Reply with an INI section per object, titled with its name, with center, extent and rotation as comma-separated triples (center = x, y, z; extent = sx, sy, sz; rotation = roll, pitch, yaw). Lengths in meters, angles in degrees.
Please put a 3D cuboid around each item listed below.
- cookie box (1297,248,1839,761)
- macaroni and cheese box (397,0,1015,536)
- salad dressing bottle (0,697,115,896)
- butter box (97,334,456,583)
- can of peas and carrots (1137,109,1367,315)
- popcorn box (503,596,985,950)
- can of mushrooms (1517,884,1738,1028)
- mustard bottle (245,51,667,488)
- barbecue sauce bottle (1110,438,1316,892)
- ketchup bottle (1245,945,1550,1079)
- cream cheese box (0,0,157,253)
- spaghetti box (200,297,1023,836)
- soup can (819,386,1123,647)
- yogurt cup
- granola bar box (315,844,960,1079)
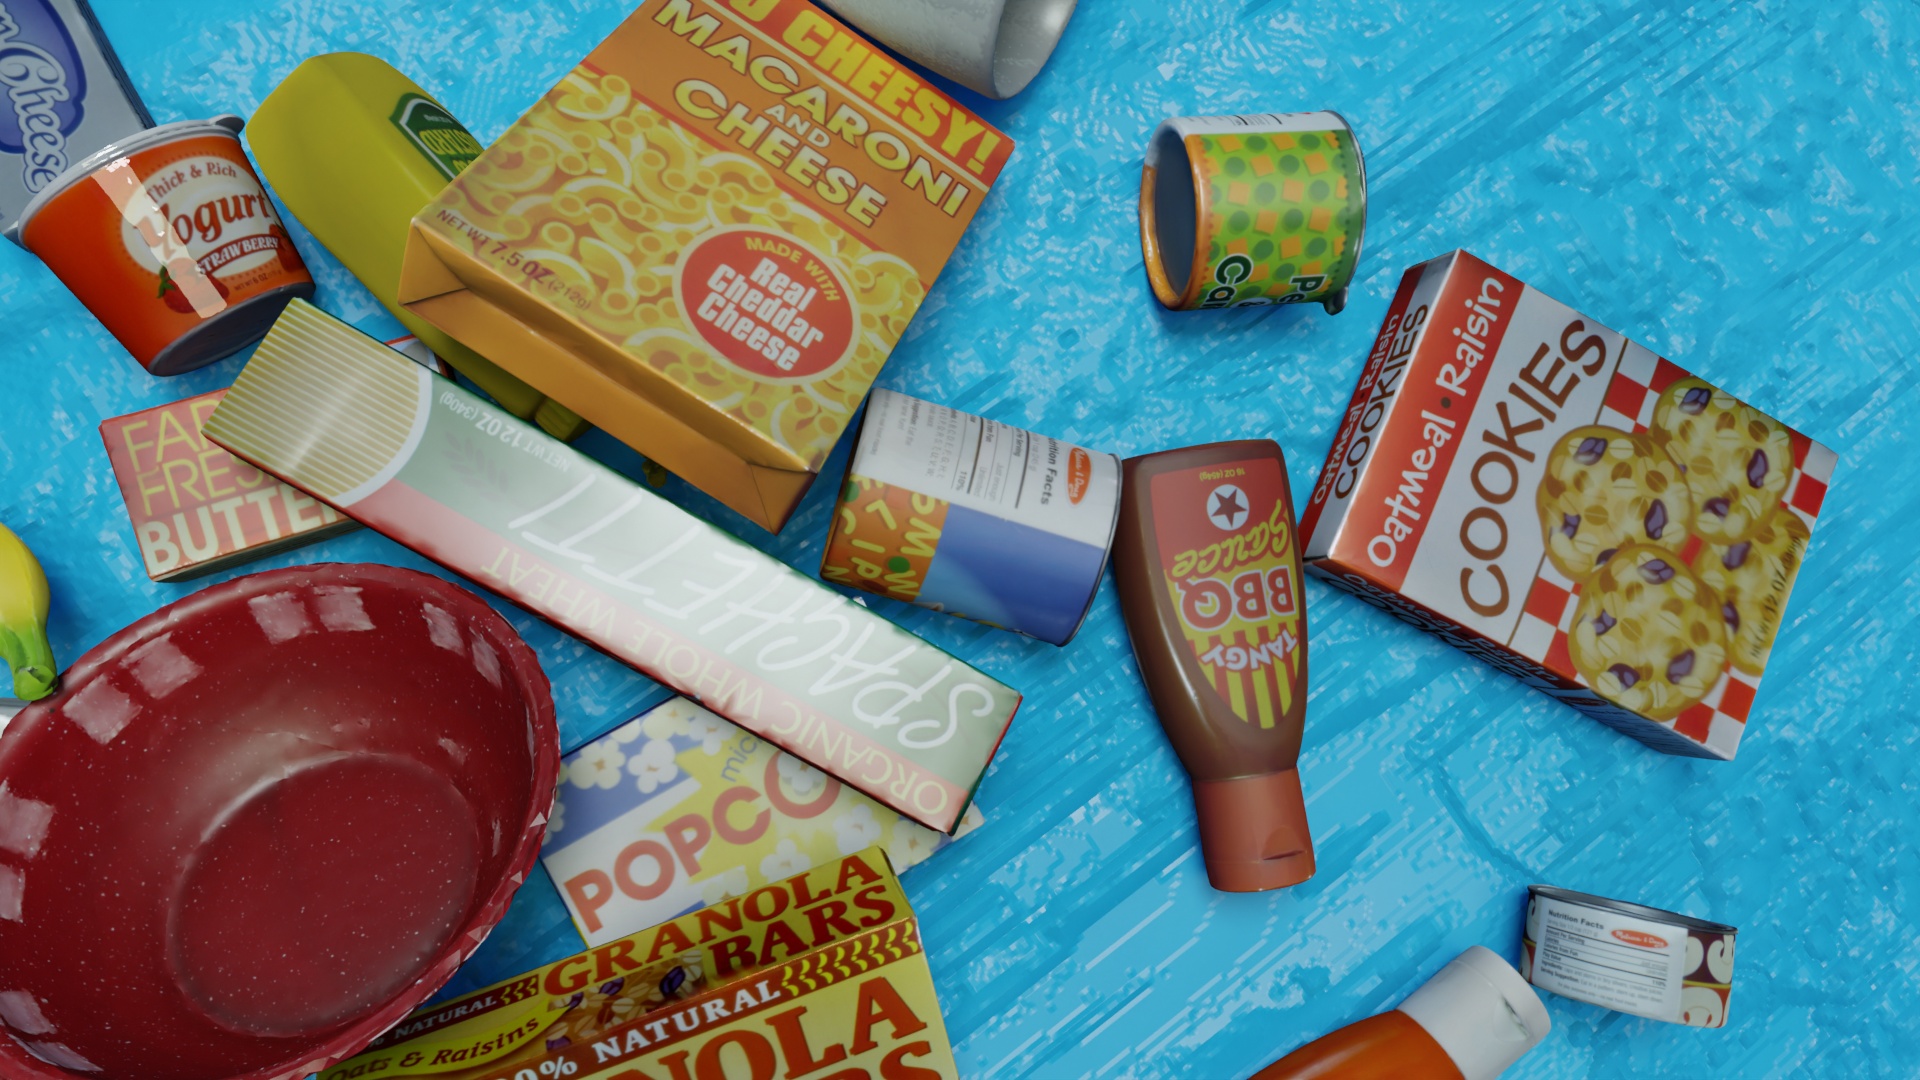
[cookie box]
center = 0.218, -0.012, 0.504
extent = 0.167, 0.040, 0.123
rotation = 26, 81, -7
[macaroni and cheese box]
center = -0.068, -0.099, 0.426
extent = 0.124, 0.040, 0.167
rotation = 32, 51, -7
[salad dressing bottle]
center = -0.288, 0.121, 0.403
extent = 0.064, 0.044, 0.147
rotation = 6, 85, -10
[butter box]
center = -0.209, -0.026, 0.440
extent = 0.104, 0.024, 0.053
rotation = -18, 88, -11
[can of peas and carrots]
center = 0.099, -0.111, 0.479
extent = 0.059, 0.071, 0.071
rotation = -5, 86, -9
[popcorn box]
center = -0.068, 0.084, 0.446
extent = 0.127, 0.038, 0.085
rotation = -29, 89, -11
[can of mushrooms]
center = 0.229, 0.142, 0.478
extent = 0.071, 0.071, 0.033
rotation = 11, 83, -8
[mustard bottle]
center = -0.145, -0.079, 0.437
extent = 0.048, 0.065, 0.160
rotation = -41, 97, 15
[barbecue sauce bottle]
center = 0.090, 0.042, 0.474
extent = 0.065, 0.043, 0.148
rotation = -8, 86, -19
[ketchup bottle]
center = 0.131, 0.196, 0.466
extent = 0.149, 0.043, 0.064
rotation = -35, 91, -12
[cream cheese box]
center = -0.296, -0.149, 0.437
extent = 0.053, 0.024, 0.104
rotation = -29, 90, -12
[spaghetti box]
center = -0.100, 0.009, 0.417
extent = 0.250, 0.028, 0.050
rotation = 29, 78, -1
[soup can]
center = 0.002, -0.006, 0.454
extent = 0.084, 0.071, 0.071
rotation = 16, 82, -7
[yogurt cup]
center = -0.236, -0.086, 0.422
extent = 0.072, 0.072, 0.054
rotation = -35, 99, -11
[granola bar box]
center = -0.083, 0.173, 0.409
extent = 0.166, 0.039, 0.123
rotation = -18, 117, -11
